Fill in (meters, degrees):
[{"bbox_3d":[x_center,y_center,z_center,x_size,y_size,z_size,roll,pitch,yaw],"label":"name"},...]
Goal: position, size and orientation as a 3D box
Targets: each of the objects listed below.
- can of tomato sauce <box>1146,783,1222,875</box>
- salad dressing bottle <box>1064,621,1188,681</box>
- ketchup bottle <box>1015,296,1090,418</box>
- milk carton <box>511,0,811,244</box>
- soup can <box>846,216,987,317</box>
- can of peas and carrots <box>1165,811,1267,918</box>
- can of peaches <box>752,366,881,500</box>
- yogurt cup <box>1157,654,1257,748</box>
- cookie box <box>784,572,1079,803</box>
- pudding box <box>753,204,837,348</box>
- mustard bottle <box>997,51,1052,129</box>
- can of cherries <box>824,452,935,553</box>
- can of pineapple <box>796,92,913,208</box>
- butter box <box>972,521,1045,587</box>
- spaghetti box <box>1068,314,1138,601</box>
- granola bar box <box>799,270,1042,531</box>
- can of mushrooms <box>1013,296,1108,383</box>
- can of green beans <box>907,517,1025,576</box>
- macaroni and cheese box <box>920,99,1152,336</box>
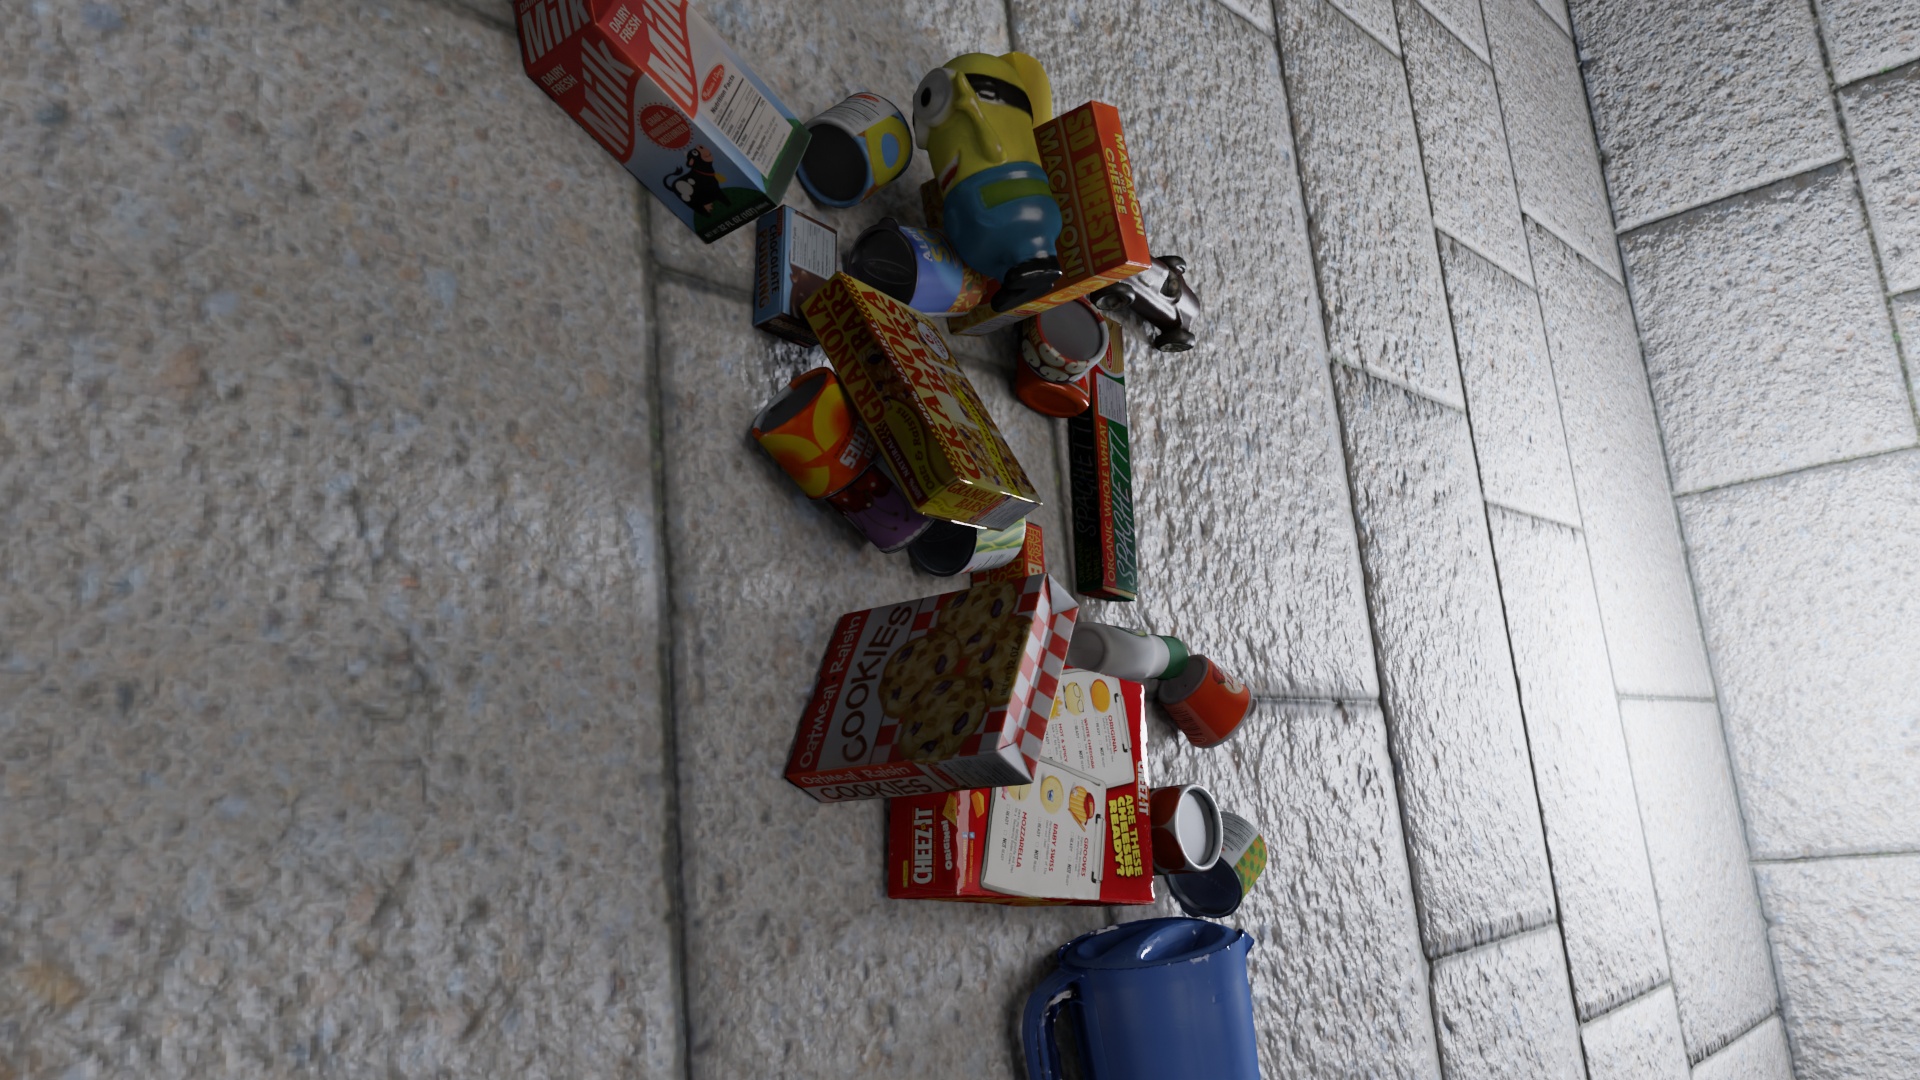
[{"bbox_3d":[0.146,0.222,1.053,0.071,0.083,0.071,20,63,-45],"label":"can of tomato sauce"},{"bbox_3d":[0.135,0.091,1.107,0.148,0.064,0.044,11,81,-56],"label":"salad dressing bottle"},{"bbox_3d":[0.078,-0.178,1.141,0.065,0.043,0.149,22,61,-35],"label":"ketchup bottle"},{"bbox_3d":[-0.188,-0.280,0.845,0.190,0.072,0.074,43,49,-33],"label":"milk carton"},{"bbox_3d":[-0.030,-0.196,1.002,0.084,0.071,0.071,-13,88,-51],"label":"soup can"},{"bbox_3d":[0.208,0.264,1.127,0.059,0.071,0.071,-33,103,-50],"label":"can of peas and carrots"},{"bbox_3d":[-0.089,-0.070,0.889,0.058,0.071,0.071,50,45,-25],"label":"can of peaches"},{"bbox_3d":[0.203,0.133,1.166,0.054,0.072,0.073,44,48,-21],"label":"yogurt cup"},{"bbox_3d":[-0.019,0.091,0.841,0.040,0.167,0.123,46,47,-34],"label":"cookie box"},{"bbox_3d":[-0.110,-0.177,0.933,0.049,0.030,0.084,18,64,-46],"label":"pudding box"},{"bbox_3d":[0.045,-0.313,1.137,0.049,0.065,0.160,1,83,-44],"label":"mustard bottle"},{"bbox_3d":[-0.052,-0.033,0.924,0.058,0.071,0.072,43,48,-24],"label":"can of cherries"},{"bbox_3d":[-0.076,-0.273,0.978,0.071,0.071,0.058,60,42,-17],"label":"can of pineapple"},{"bbox_3d":[0.036,0.041,1.010,0.024,0.053,0.104,17,65,-48],"label":"butter box"},{"bbox_3d":[0.117,-0.072,1.161,0.050,0.028,0.250,17,65,-45],"label":"spaghetti box"},{"bbox_3d":[-0.025,-0.087,0.908,0.166,0.039,0.124,60,20,20],"label":"granola bar box"},{"bbox_3d":[0.079,-0.160,1.086,0.071,0.033,0.071,9,67,-22],"label":"can of mushrooms"},{"bbox_3d":[0.004,-0.010,0.980,0.058,0.071,0.071,-7,83,-51],"label":"can of green beans"},{"bbox_3d":[0.054,-0.236,1.037,0.040,0.166,0.123,-5,82,-51],"label":"macaroni and cheese box"}]
